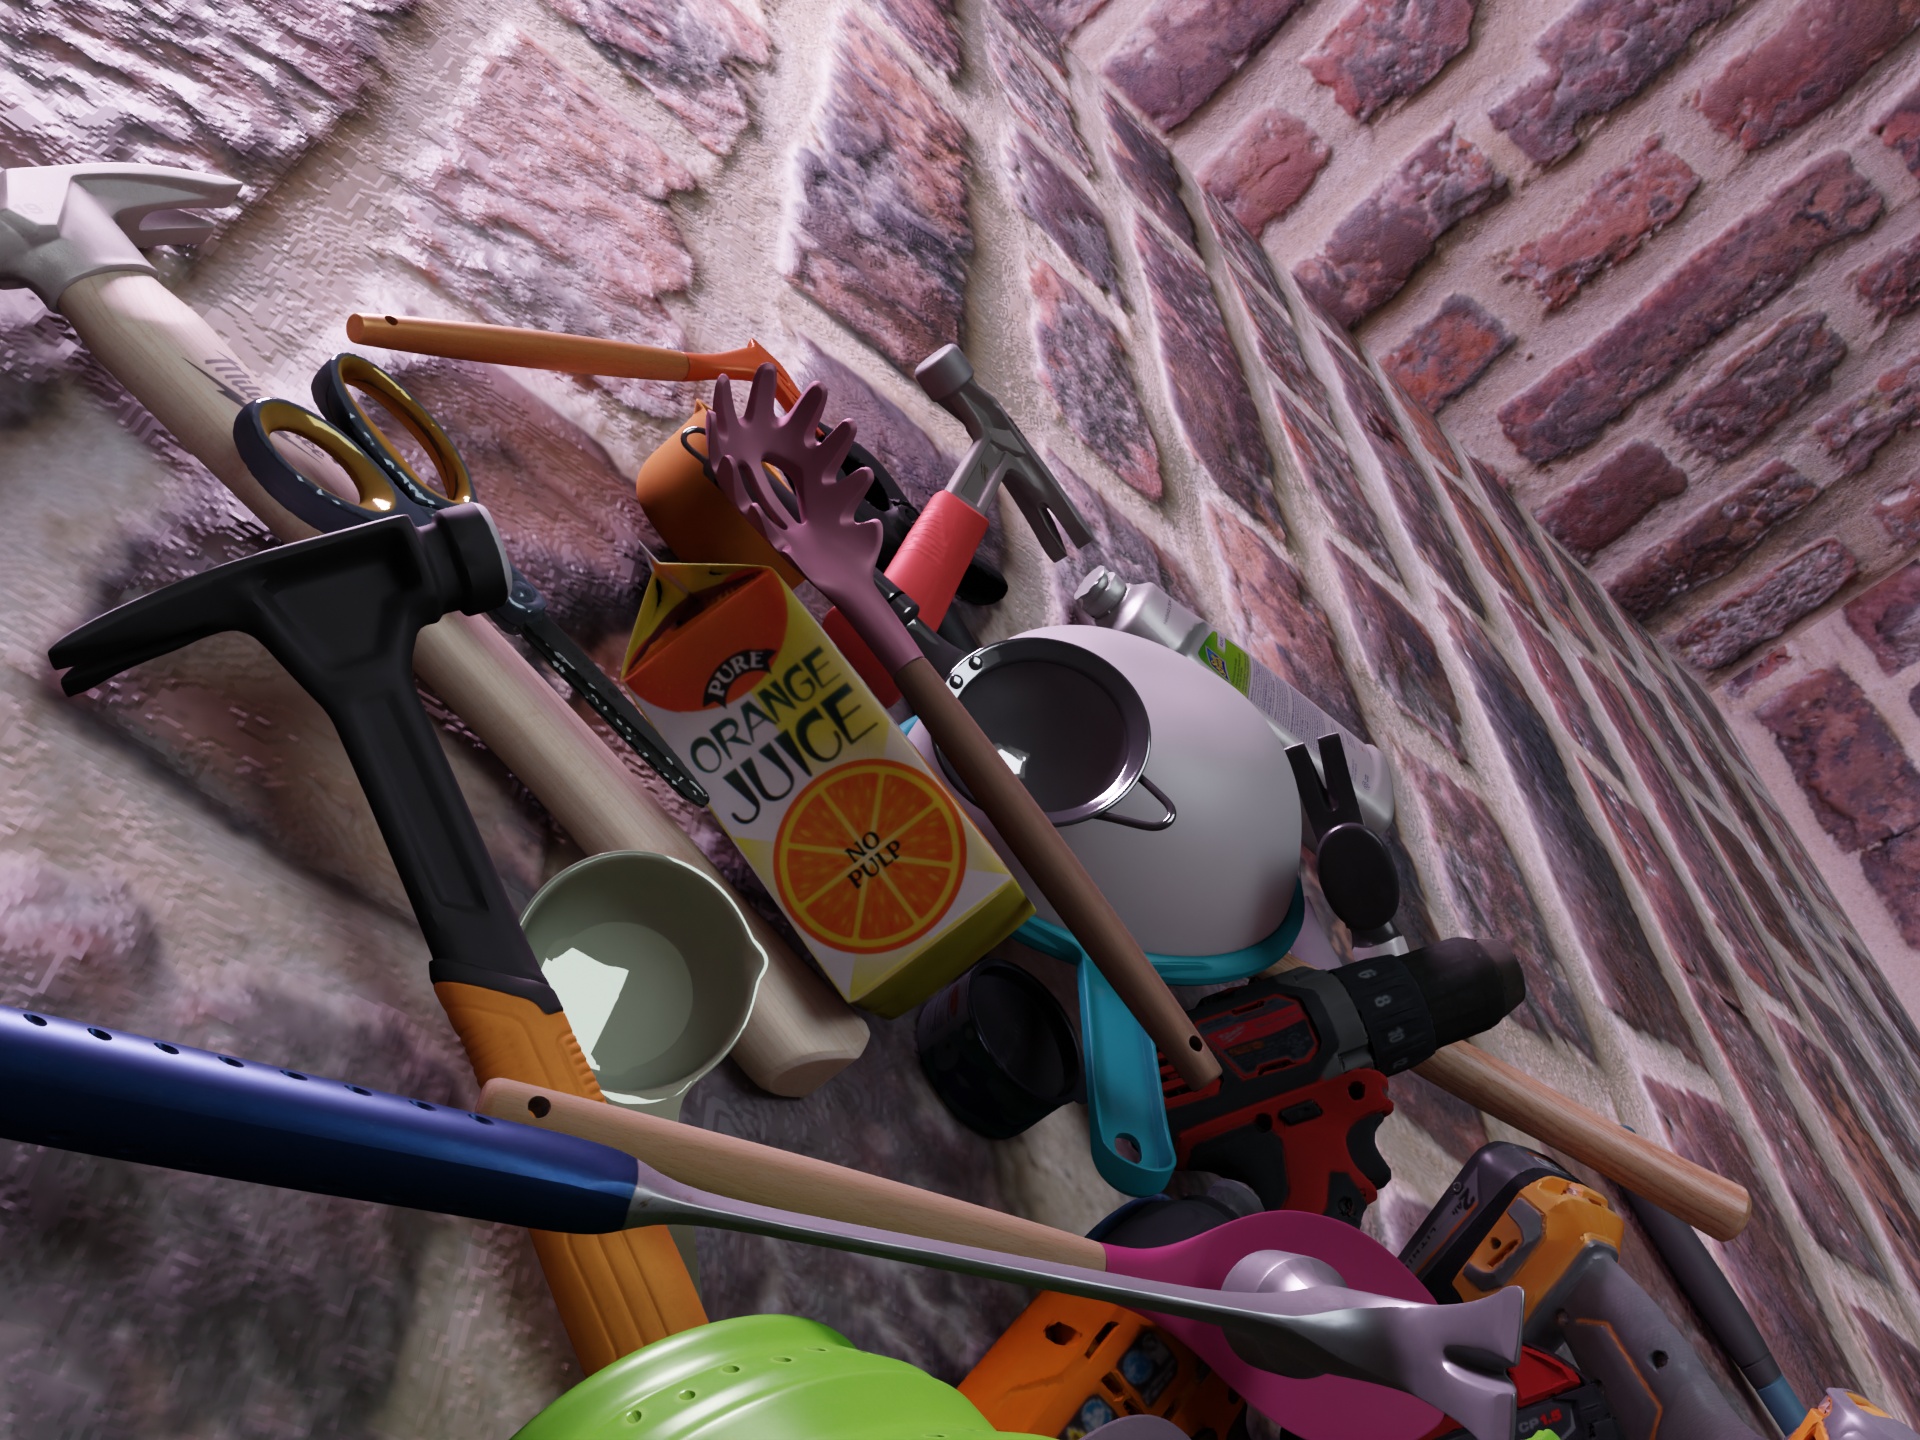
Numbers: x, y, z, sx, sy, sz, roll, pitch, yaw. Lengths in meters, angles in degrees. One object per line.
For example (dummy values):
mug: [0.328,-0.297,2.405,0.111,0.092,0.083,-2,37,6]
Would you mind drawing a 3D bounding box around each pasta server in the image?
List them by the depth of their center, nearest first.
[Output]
pasta server: [-0.001,-0.002,0.585,0.060,0.040,0.316,-25,71,-36]

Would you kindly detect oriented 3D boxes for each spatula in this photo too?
spatula: [-0.160,-0.169,0.781,0.322,0.041,0.081,-9,62,-55]

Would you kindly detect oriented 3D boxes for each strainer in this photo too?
strainer: [-0.019,-0.036,0.637,0.258,0.050,0.087,42,63,11]
strainer: [0.072,0.047,0.667,0.211,0.095,0.341,16,26,-7]

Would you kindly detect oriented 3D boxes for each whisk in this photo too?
whisk: [0.199,0.109,0.939,0.055,0.055,0.239,16,46,-48]

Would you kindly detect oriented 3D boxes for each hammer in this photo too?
hammer: [-0.065,0.109,0.362,0.405,0.144,0.035,15,73,-13]
hammer: [-0.127,0.100,0.440,0.127,0.034,0.337,-22,79,-28]
hammer: [-0.178,-0.032,0.563,0.410,0.038,0.146,48,26,-5]
hammer: [0.216,0.155,0.771,0.331,0.031,0.130,28,6,11]
hammer: [0.198,0.069,0.811,0.334,0.035,0.146,20,52,-75]
hammer: [-0.002,-0.088,0.821,0.149,0.036,0.359,53,24,-16]
hammer: [0.521,0.420,1.043,0.128,0.033,0.331,8,48,-54]

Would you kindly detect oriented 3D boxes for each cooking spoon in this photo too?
cooking spoon: [0.016,0.152,0.460,0.318,0.017,0.069,22,56,-20]

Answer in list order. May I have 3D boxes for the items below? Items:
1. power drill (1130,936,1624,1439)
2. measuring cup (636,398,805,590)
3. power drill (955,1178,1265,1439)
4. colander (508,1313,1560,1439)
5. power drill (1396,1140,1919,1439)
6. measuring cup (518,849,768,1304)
power drill: [0.182,0.204,0.658,0.080,0.188,0.227,81,-11,-59]
measuring cup: [-0.109,-0.102,0.752,0.095,0.052,0.174,48,4,-17]
power drill: [0.099,0.267,0.500,0.226,0.084,0.164,50,53,2]
colander: [0.013,0.202,0.385,0.396,0.204,0.095,5,27,-42]
power drill: [0.277,0.316,0.678,0.084,0.185,0.226,28,9,-37]
measuring cup: [-0.098,0.125,0.484,0.083,0.038,0.168,-2,72,-22]
